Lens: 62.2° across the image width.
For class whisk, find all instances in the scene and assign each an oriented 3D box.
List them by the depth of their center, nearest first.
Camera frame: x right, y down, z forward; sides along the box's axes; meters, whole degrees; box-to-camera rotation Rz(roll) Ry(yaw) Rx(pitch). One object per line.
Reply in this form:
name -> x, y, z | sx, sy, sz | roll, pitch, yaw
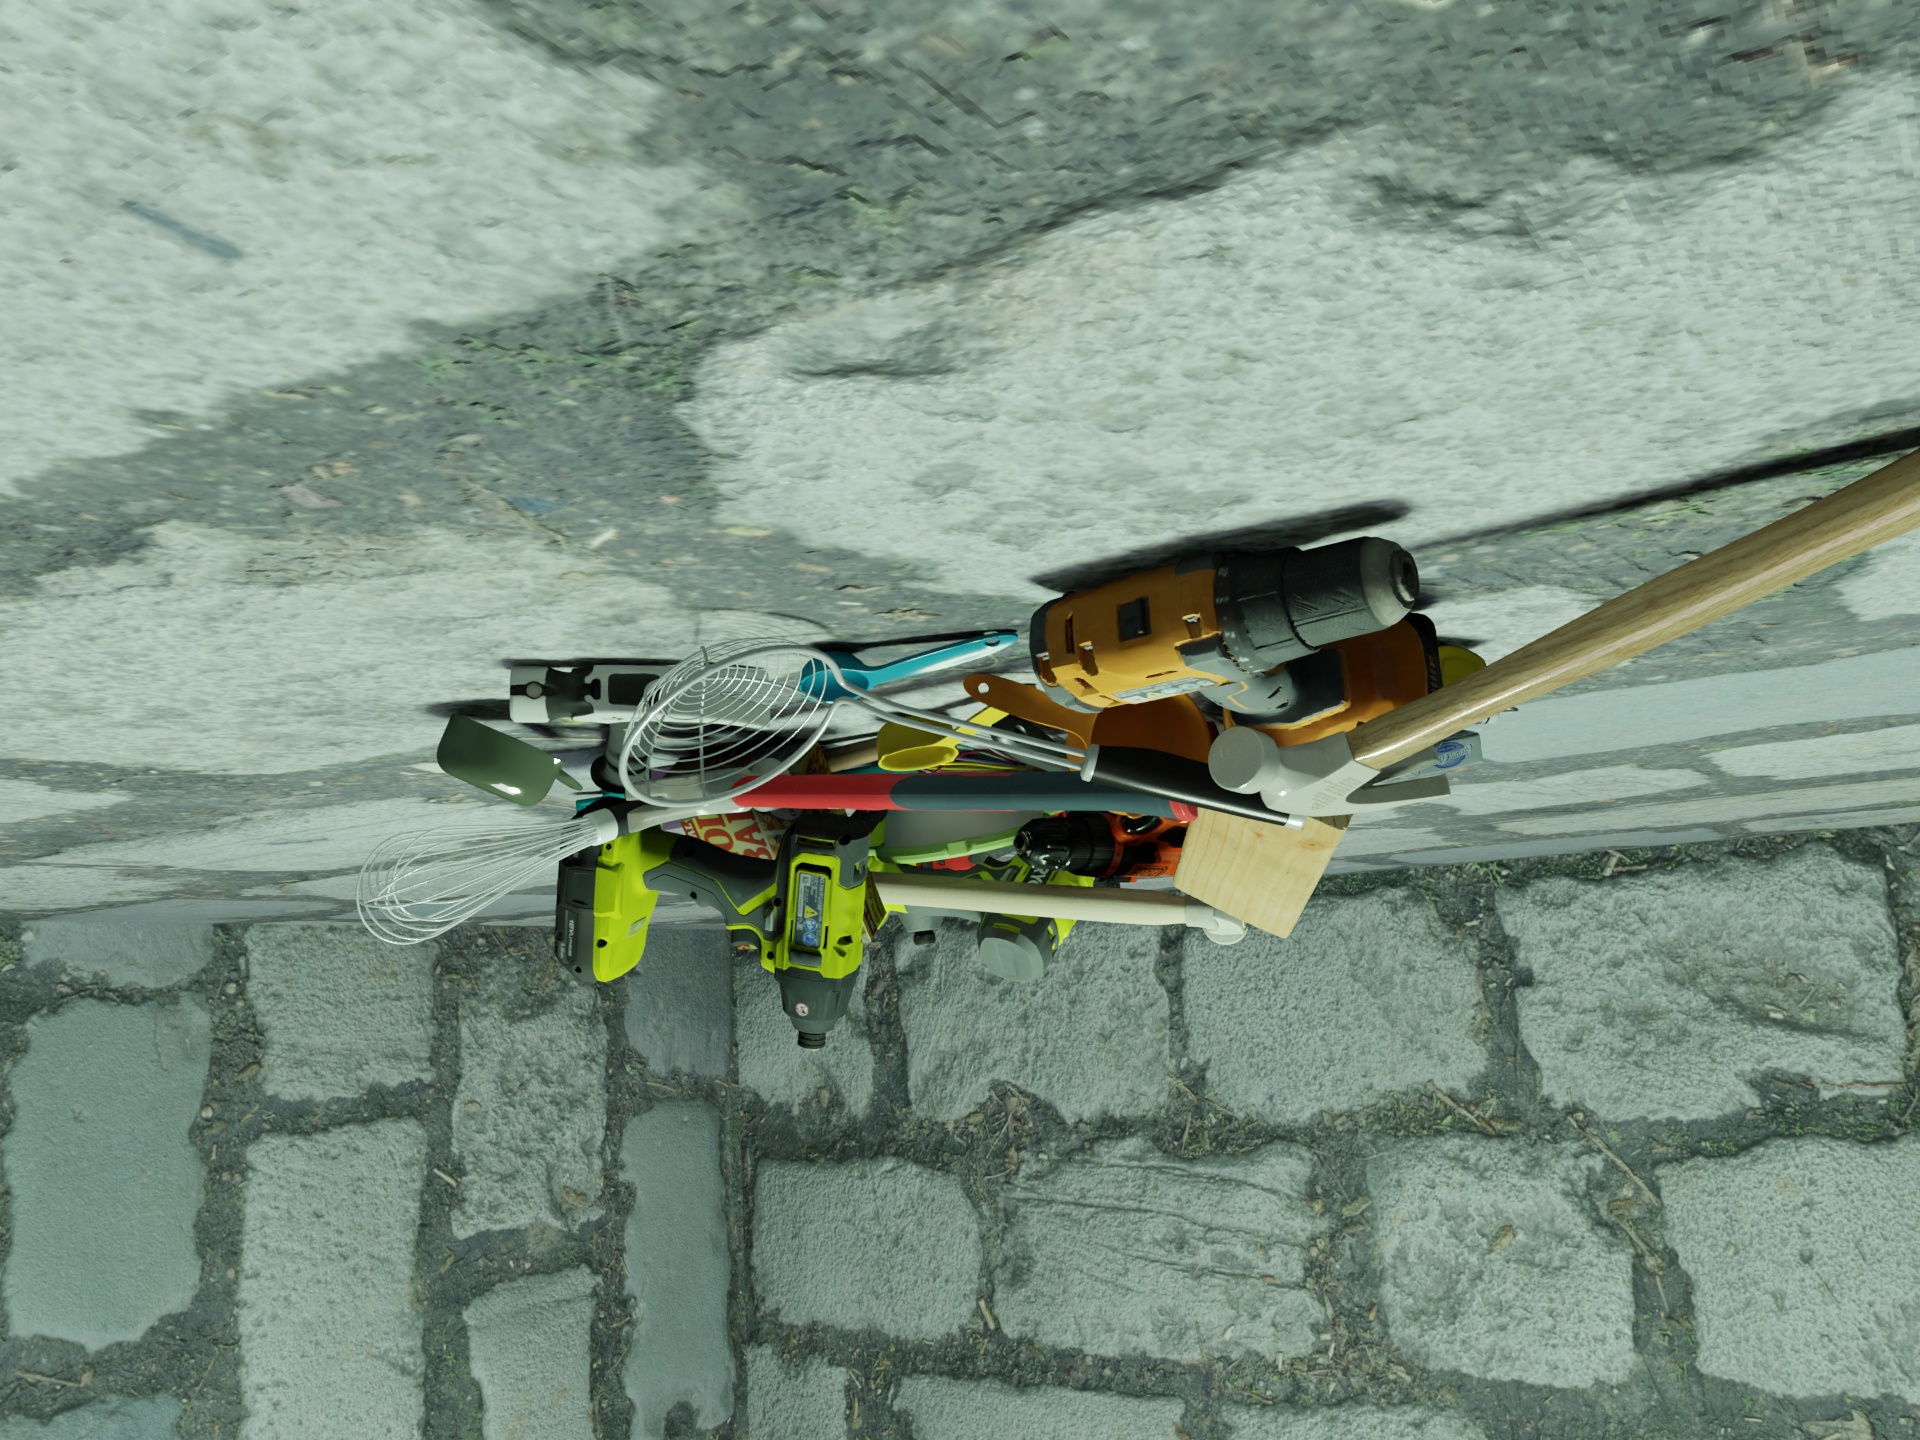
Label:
whisk -> -0.267, 0.081, 1.059 | 0.070, 0.070, 0.284 | -13, -177, 45
whisk -> 0.080, 0.029, 1.222 | 0.055, 0.055, 0.238 | -8, 164, 25
whisk -> 0.039, 0.039, 1.250 | 0.047, 0.051, 0.244 | -37, 158, 28

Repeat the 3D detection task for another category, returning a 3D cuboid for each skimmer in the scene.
skimmer -> 0.006, 0.032, 0.849 | 0.363, 0.090, 0.127 | 13, 142, -1

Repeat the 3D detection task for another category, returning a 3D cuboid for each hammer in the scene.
hammer -> 0.279, -0.032, 0.709 | 0.331, 0.031, 0.130 | -30, 150, 34
hammer -> -0.034, 0.046, 0.997 | 0.386, 0.038, 0.143 | -2, -176, 36
hammer -> -0.213, 0.012, 1.049 | 0.146, 0.035, 0.334 | 0, 170, -13
hammer -> 0.017, 0.136, 1.258 | 0.410, 0.038, 0.146 | 2, 166, 14

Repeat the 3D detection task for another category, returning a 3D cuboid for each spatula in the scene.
spatula -> -0.147, 0.041, 1.237 | 0.316, 0.059, 0.018 | -14, -151, 33

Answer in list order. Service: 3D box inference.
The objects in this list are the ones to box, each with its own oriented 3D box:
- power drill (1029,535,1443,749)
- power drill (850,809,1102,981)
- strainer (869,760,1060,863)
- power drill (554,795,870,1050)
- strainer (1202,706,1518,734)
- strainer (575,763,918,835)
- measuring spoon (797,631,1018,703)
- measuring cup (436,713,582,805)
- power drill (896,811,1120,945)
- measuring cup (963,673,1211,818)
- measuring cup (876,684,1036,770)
power drill -> 0.170, -0.033, 0.798 | 0.185, 0.084, 0.226 | -13, 162, 37
power drill -> 0.010, 0.129, 1.415 | 0.228, 0.191, 0.080 | 9, 132, 26
strainer -> 0.040, 0.059, 1.349 | 0.256, 0.069, 0.151 | -15, -175, -37
power drill -> -0.181, 0.145, 1.175 | 0.223, 0.171, 0.080 | 8, -171, 16
strainer -> 0.283, 0.003, 1.144 | 0.258, 0.050, 0.087 | -5, -174, -10
strainer -> -0.161, 0.096, 1.365 | 0.340, 0.095, 0.210 | -10, 168, 41
measuring spoon -> -0.030, -0.038, 0.891 | 0.128, 0.021, 0.042 | -14, 153, 11
measuring cup -> -0.290, 0.039, 1.055 | 0.083, 0.038, 0.167 | 21, 168, 12
power drill -> 0.034, 0.134, 1.514 | 0.219, 0.143, 0.078 | -8, 171, 16
measuring cup -> 0.074, 0.005, 1.021 | 0.173, 0.095, 0.052 | 19, 169, -15
measuring cup -> -0.002, -0.003, 1.083 | 0.062, 0.029, 0.156 | 5, 155, -39
